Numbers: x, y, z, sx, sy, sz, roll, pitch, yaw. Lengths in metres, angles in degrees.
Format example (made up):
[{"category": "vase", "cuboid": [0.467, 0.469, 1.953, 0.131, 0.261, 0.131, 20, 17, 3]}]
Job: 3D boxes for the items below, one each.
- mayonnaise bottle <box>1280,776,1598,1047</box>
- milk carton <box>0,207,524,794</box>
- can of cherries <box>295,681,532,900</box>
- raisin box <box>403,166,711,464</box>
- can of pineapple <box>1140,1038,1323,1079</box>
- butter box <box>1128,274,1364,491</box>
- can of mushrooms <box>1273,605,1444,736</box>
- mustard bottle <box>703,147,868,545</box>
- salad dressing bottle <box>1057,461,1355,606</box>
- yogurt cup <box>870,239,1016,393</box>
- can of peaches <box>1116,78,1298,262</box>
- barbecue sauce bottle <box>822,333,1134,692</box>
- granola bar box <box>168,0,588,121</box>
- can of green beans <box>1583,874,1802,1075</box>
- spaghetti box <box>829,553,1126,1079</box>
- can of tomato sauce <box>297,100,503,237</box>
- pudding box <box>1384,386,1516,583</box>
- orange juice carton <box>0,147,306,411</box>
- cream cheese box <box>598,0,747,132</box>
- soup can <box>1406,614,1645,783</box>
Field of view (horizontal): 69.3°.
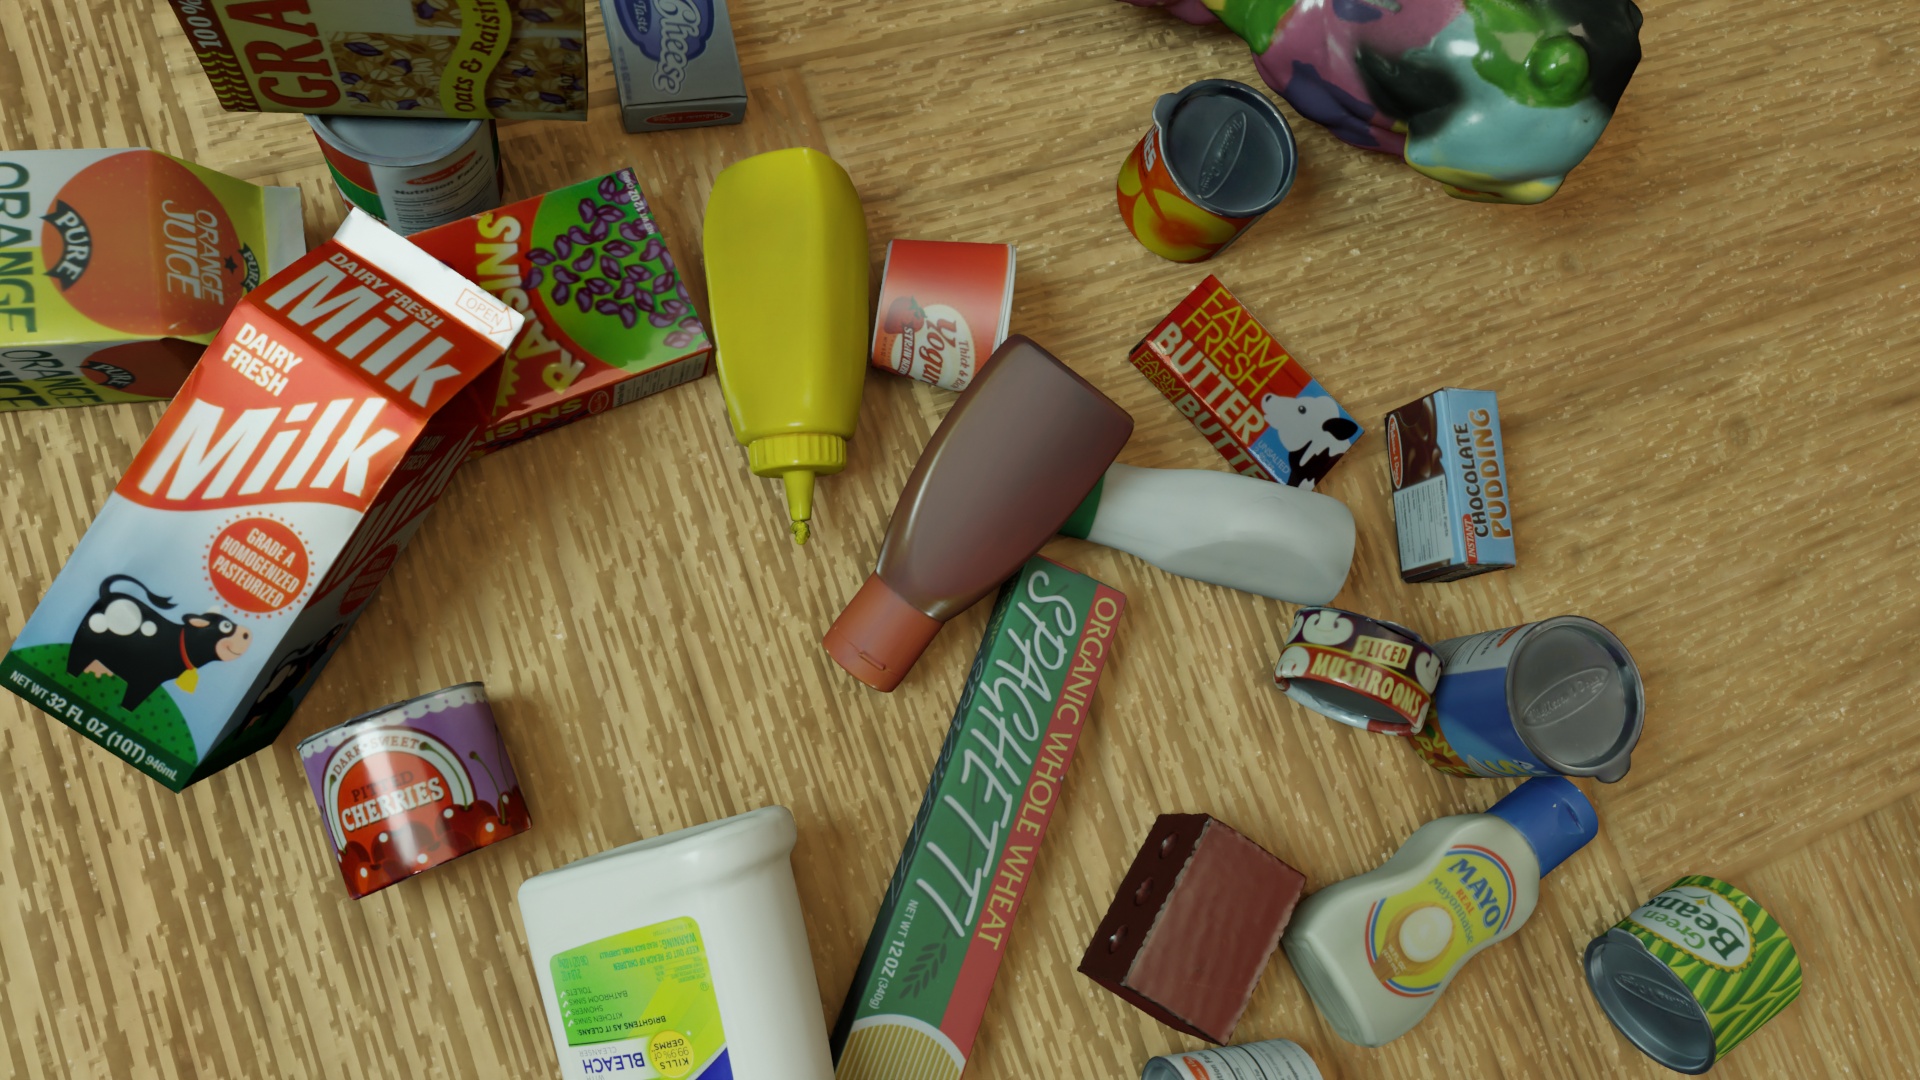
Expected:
[{"category": "mayonnaise bottle", "cuboid": [0.213, 0.154, 0.605, 0.148, 0.041, 0.065, -30, 86, -18]}, {"category": "milk carton", "cuboid": [-0.231, -0.017, 0.479, 0.072, 0.073, 0.190, 34, 92, -5]}, {"category": "can of cherries", "cuboid": [-0.195, 0.089, 0.497, 0.072, 0.071, 0.058, -20, 85, -17]}, {"category": "raisin box", "cuboid": [-0.174, -0.088, 0.557, 0.124, 0.040, 0.086, -24, 86, -19]}, {"category": "can of pineapple", "cuboid": [0.109, 0.236, 0.549, 0.058, 0.071, 0.071, -2, 79, -15]}, {"category": "butter box", "cuboid": [0.131, -0.068, 0.640, 0.103, 0.024, 0.053, 45, 71, -2]}, {"category": "can of mushrooms", "cuboid": [0.172, 0.057, 0.600, 0.071, 0.071, 0.033, 27, 75, -8]}, {"category": "mustard bottle", "cuboid": [-0.070, -0.077, 0.571, 0.065, 0.049, 0.160, -7, 82, 28]}, {"category": "salad dressing bottle", "cuboid": [0.093, -0.010, 0.601, 0.148, 0.064, 0.044, 14, 67, -4]}, {"category": "yogurt cup", "cuboid": [-0.008, -0.096, 0.590, 0.054, 0.072, 0.072, 9, 77, -4]}, {"category": "can of peaches", "cuboid": [0.110, -0.169, 0.638, 0.071, 0.058, 0.071, 3, 79, -13]}, {"category": "barbecue sauce bottle", "cuboid": [0.002, -0.007, 0.557, 0.065, 0.044, 0.148, 36, 96, -11]}, {"category": "granola bar box", "cuboid": [-0.178, -0.187, 0.421, 0.124, 0.165, 0.039, -3, 77, -15]}, {"category": "can of green beans", "cuboid": [0.323, 0.190, 0.613, 0.058, 0.071, 0.071, -26, 86, -18]}, {"category": "spaghetti box", "cuboid": [0.004, 0.125, 0.564, 0.050, 0.028, 0.251, 24, 74, -10]}, {"category": "can of tomato sauce", "cuboid": [-0.214, -0.159, 0.538, 0.071, 0.083, 0.071, 3, 78, -14]}, {"category": "pudding box", "cuboid": [0.225, -0.025, 0.642, 0.030, 0.049, 0.084, 0, 79, -16]}, {"category": "orange juice carton", "cuboid": [-0.337, -0.091, 0.497, 0.193, 0.073, 0.072, -6, 80, -16]}, {"category": "cream cheese box", "cuboid": [-0.130, -0.232, 0.606, 0.053, 0.024, 0.104, -10, 81, -17]}, {"category": "soup can", "cuboid": [0.244, 0.073, 0.608, 0.071, 0.083, 0.071, 3, 78, -14]}]
